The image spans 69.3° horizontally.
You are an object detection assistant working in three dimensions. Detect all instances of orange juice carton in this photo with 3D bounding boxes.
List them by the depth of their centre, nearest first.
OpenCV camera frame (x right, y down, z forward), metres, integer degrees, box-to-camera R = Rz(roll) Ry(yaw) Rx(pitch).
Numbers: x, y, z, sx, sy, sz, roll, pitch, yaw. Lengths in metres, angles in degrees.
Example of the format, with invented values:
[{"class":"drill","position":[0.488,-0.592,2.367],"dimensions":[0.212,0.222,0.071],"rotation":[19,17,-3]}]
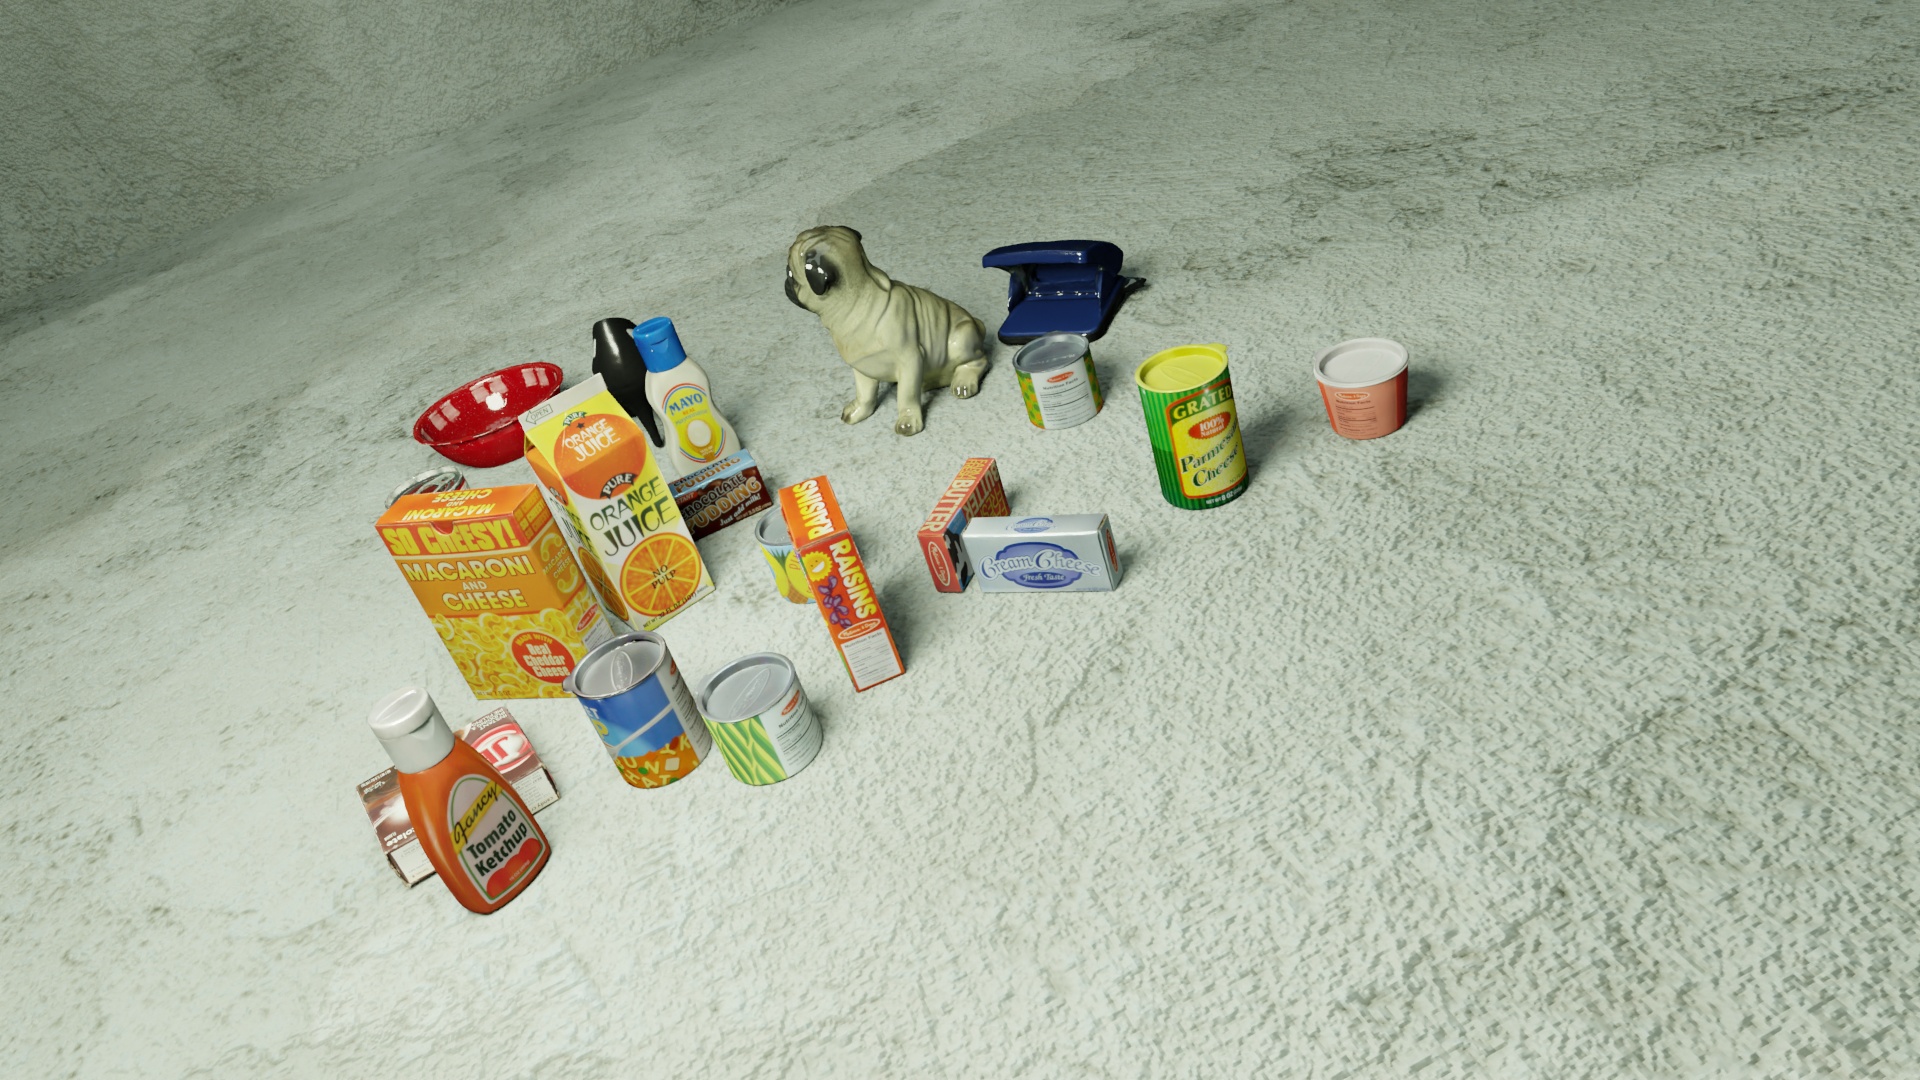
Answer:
[{"class":"orange juice carton","position":[-0.266,-0.030,1.061],"dimensions":[0.072,0.191,0.073],"rotation":[-35,35,-24]}]

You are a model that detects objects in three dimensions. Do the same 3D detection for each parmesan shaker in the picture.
[{"class":"parmesan shaker","position":[0.171,-0.082,1.005],"dimensions":[0.071,0.102,0.072],"rotation":[-13,32,9]}]

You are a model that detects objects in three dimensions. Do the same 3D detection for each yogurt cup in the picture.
[{"class":"yogurt cup","position":[0.300,-0.111,1.030],"dimensions":[0.072,0.053,0.073],"rotation":[-13,32,9]}]

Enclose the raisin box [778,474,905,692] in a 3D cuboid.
[{"class":"raisin box","position":[-0.082,0.028,0.944],"dimensions":[0.040,0.122,0.086],"rotation":[-21,32,-4]}]

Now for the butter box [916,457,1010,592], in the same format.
[{"class":"butter box","position":[0.004,-0.013,1.030],"dimensions":[0.024,0.053,0.104],"rotation":[0,36,27]}]

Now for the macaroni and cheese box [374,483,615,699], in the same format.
[{"class":"macaroni and cheese box","position":[-0.330,0.042,1.009],"dimensions":[0.123,0.165,0.040],"rotation":[-4,35,22]}]

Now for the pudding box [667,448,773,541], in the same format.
[{"class":"pudding box","position":[-0.207,-0.038,1.177],"dimensions":[0.084,0.049,0.030],"rotation":[-26,32,-12]}]

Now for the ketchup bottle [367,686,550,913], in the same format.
[{"class":"ketchup bottle","position":[-0.307,0.155,0.841],"dimensions":[0.043,0.148,0.065],"rotation":[8,40,36]}]

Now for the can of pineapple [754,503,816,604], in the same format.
[{"class":"can of pineapple","position":[-0.115,0.007,1.055],"dimensions":[0.071,0.057,0.071],"rotation":[-13,32,9]}]

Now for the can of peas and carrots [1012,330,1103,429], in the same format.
[{"class":"can of peas and carrots","position":[0.082,-0.136,1.172],"dimensions":[0.071,0.058,0.071],"rotation":[-13,32,9]}]

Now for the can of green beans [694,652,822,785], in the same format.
[{"class":"can of green beans","position":[-0.129,0.115,0.898],"dimensions":[0.071,0.057,0.071],"rotation":[-13,32,9]}]

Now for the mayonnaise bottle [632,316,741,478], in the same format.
[{"class":"mayonnaise bottle","position":[-0.248,-0.126,1.241],"dimensions":[0.065,0.147,0.041],"rotation":[-25,32,-10]}]

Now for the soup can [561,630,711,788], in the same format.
[{"class":"soup can","position":[-0.213,0.113,0.919],"dimensions":[0.071,0.083,0.072],"rotation":[-13,32,9]}]

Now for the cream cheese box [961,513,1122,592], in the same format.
[{"class":"cream cheese box","position":[0.057,0.010,0.969],"dimensions":[0.104,0.053,0.024],"rotation":[-1,36,25]}]
